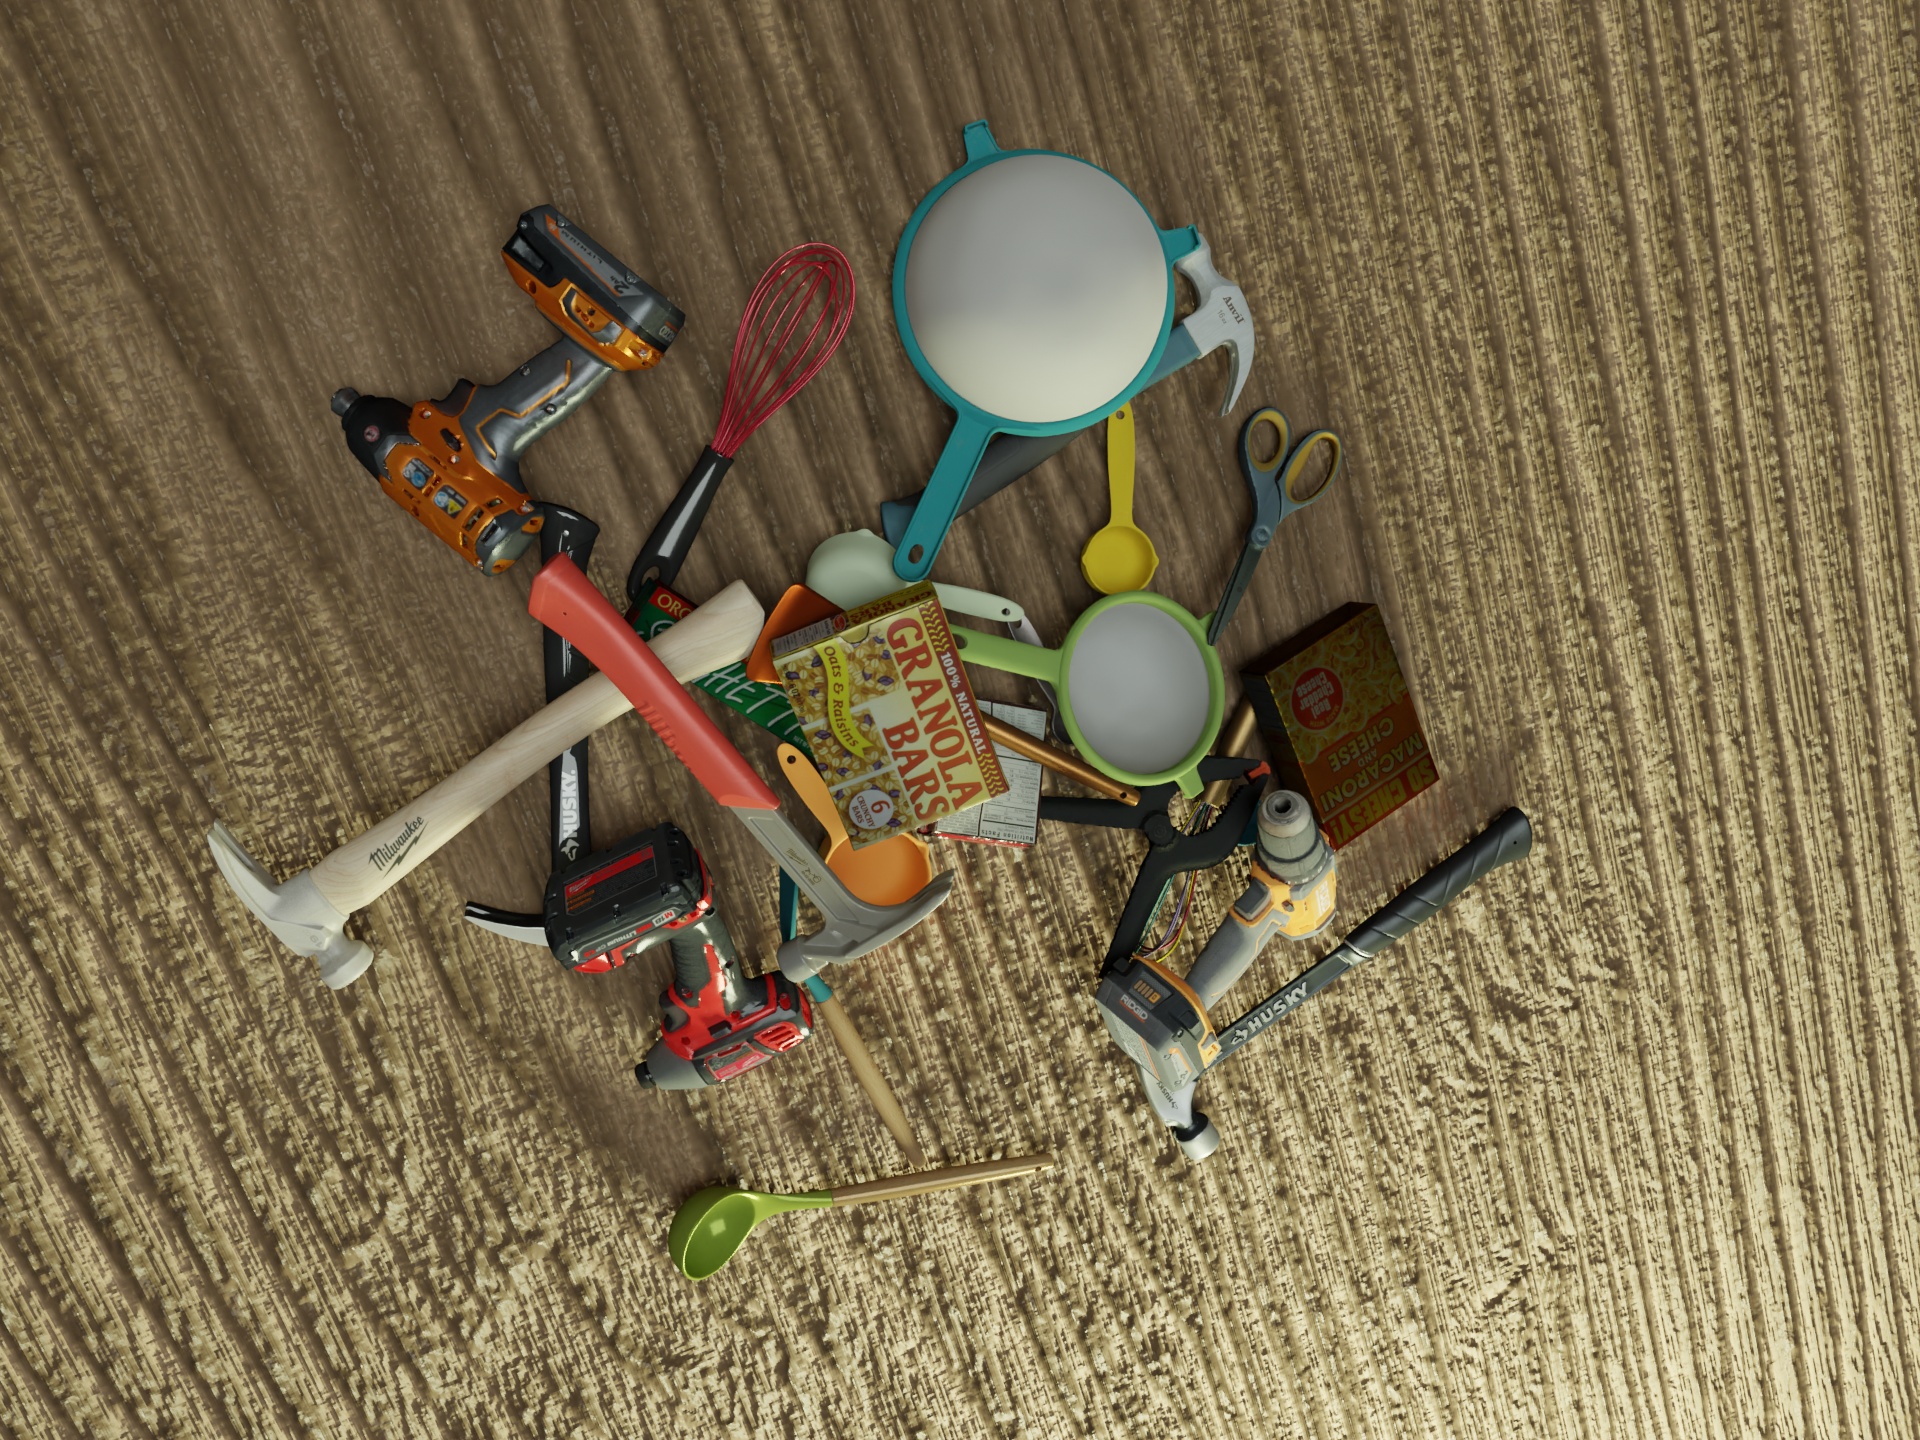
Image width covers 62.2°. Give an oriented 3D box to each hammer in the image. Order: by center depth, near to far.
[{"bbox_3d":[-0.163,0.026,1.107,0.149,0.037,0.358,-32,110,18],"label":"hammer"},{"bbox_3d":[-0.320,0.020,1.121,0.410,0.038,0.146,-35,113,-1],"label":"hammer"},{"bbox_3d":[-0.295,0.007,1.173,0.146,0.035,0.334,-2,102,-14],"label":"hammer"},{"bbox_3d":[0.078,-0.228,1.207,0.331,0.033,0.128,-33,95,-2],"label":"hammer"},{"bbox_3d":[0.323,0.202,1.366,0.409,0.036,0.149,-35,107,-5],"label":"hammer"}]

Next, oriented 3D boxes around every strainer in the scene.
[{"bbox_3d":[0.033,-0.257,1.130,0.211,0.095,0.340,25,86,-6],"label":"strainer"},{"bbox_3d":[0.080,-0.033,1.223,0.256,0.069,0.151,13,79,-23],"label":"strainer"}]

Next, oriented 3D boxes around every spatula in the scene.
[{"bbox_3d":[-0.002,-0.004,1.181,0.322,0.041,0.081,26,105,-15],"label":"spatula"},{"bbox_3d":[-0.087,0.234,1.264,0.044,0.082,0.317,-28,113,-5],"label":"spatula"}]

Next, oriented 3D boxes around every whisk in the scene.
[{"bbox_3d":[-0.164,-0.210,1.148,0.073,0.073,0.296,28,100,-18],"label":"whisk"},{"bbox_3d":[0.196,0.089,1.307,0.047,0.051,0.245,25,90,17],"label":"whisk"}]

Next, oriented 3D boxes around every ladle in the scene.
[{"bbox_3d":[-0.076,0.393,1.291,0.320,0.062,0.078,-6,124,-11],"label":"ladle"}]

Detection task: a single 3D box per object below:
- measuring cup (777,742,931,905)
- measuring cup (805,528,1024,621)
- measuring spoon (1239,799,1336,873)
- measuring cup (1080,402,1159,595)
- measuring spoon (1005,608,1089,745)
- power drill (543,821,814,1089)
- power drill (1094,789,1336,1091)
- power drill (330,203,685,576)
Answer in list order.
[{"bbox_3d":[-0.093,0.083,1.230,0.095,0.052,0.173,-35,106,-4],"label":"measuring cup"},{"bbox_3d":[-0.035,-0.089,1.187,0.167,0.038,0.083,12,123,-3],"label":"measuring cup"},{"bbox_3d":[0.269,0.101,1.343,0.128,0.021,0.042,30,101,-27],"label":"measuring spoon"},{"bbox_3d":[0.122,-0.174,1.245,0.062,0.029,0.156,0,90,-11],"label":"measuring cup"},{"bbox_3d":[0.064,-0.036,1.263,0.034,0.018,0.124,-32,101,-23],"label":"measuring spoon"},{"bbox_3d":[-0.213,0.191,1.185,0.143,0.079,0.219,-26,128,1],"label":"power drill"},{"bbox_3d":[0.209,0.166,1.248,0.226,0.084,0.185,-44,147,-13],"label":"power drill"},{"bbox_3d":[-0.315,-0.234,1.087,0.164,0.084,0.226,39,95,0],"label":"power drill"}]
